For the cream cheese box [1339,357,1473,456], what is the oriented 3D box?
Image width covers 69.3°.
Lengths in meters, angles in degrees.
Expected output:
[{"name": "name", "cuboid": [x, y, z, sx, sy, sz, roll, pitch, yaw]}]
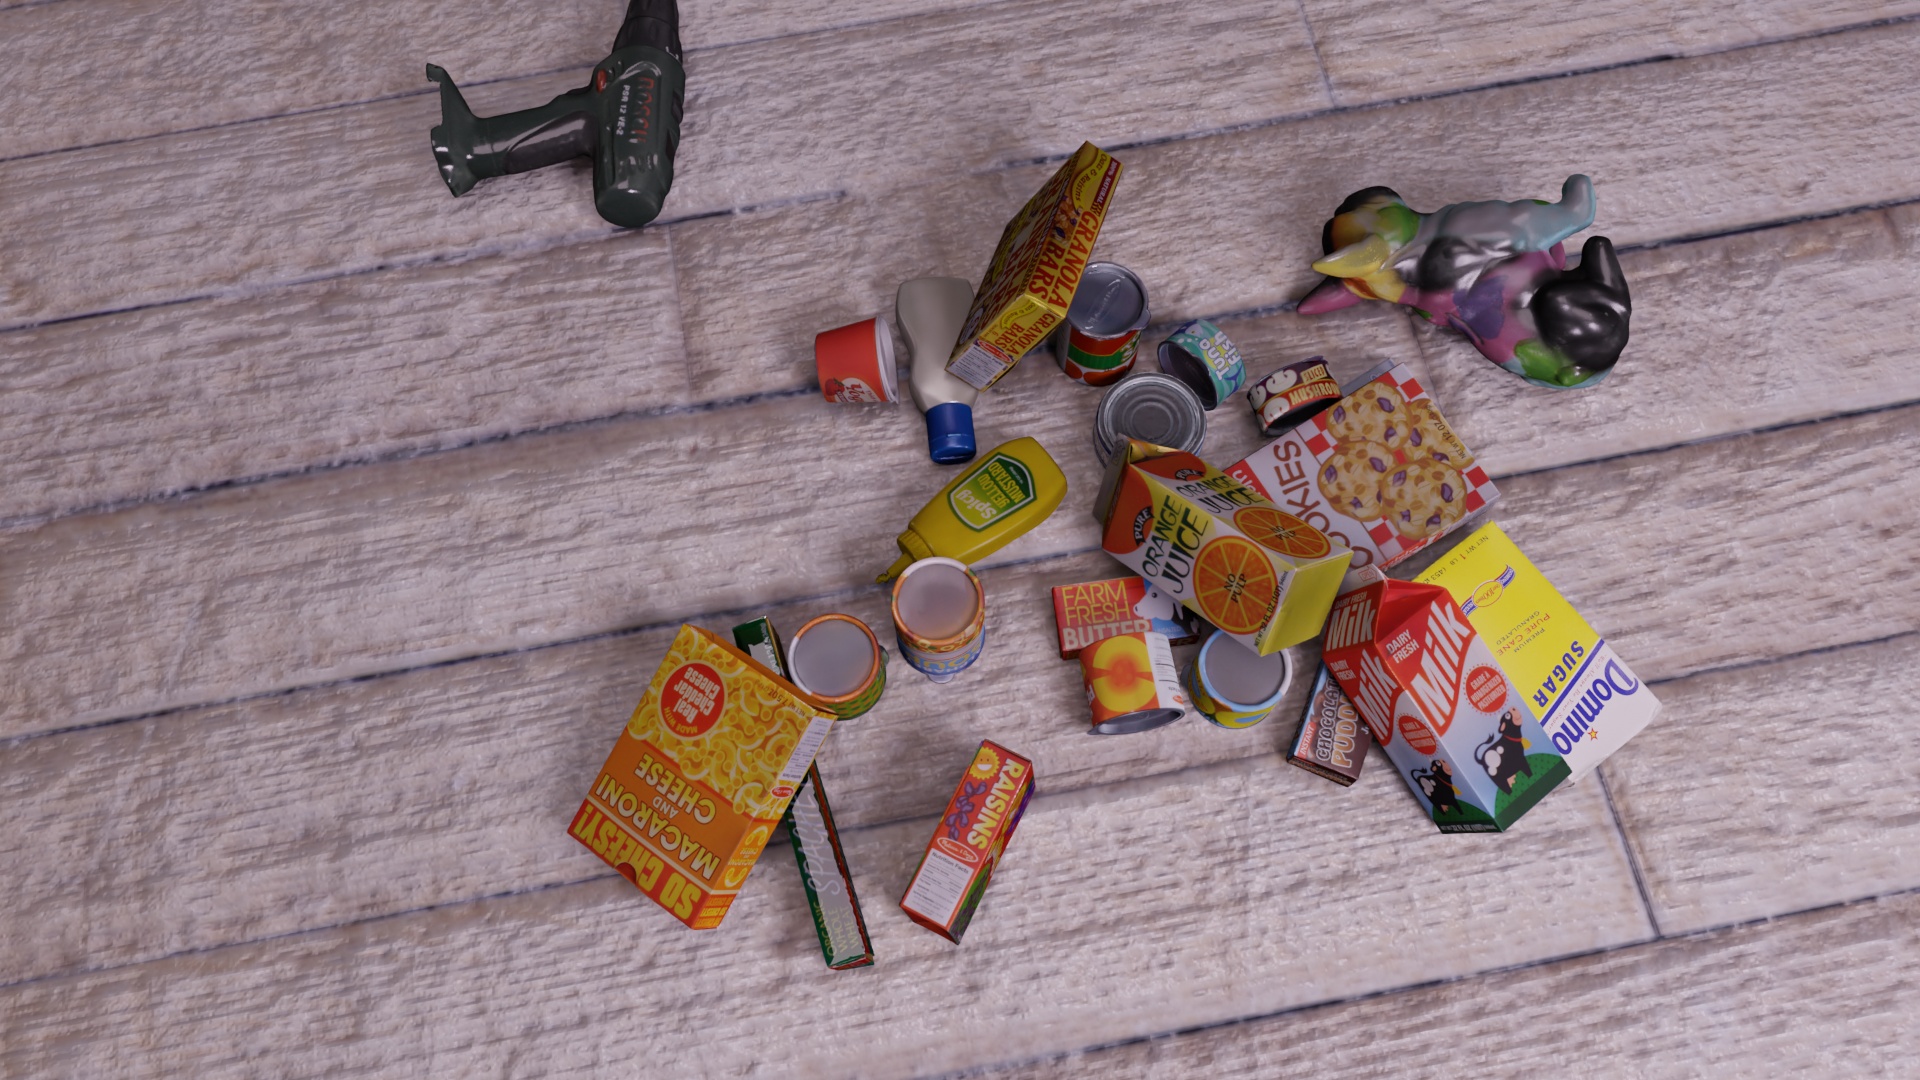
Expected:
[{"name": "cream cheese box", "cuboid": [0.340, -0.087, 1.072, 0.053, 0.024, 0.104, -33, 72, -9]}]

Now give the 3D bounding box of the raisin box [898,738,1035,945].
[{"name": "raisin box", "cuboid": [0.007, 0.203, 0.935, 0.040, 0.086, 0.124, 24, 72, 15]}]

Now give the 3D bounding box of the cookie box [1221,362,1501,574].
[{"name": "cookie box", "cuboid": [0.289, -0.036, 1.028, 0.167, 0.040, 0.123, -31, 72, 2]}]

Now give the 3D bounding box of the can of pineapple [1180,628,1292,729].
[{"name": "can of pineapple", "cuboid": [0.196, 0.096, 0.987, 0.071, 0.057, 0.071, 0, 70, 1]}]

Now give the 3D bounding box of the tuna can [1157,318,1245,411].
[{"name": "tuna can", "cuboid": [0.186, -0.136, 1.068, 0.033, 0.071, 0.071, -39, 74, -13]}]

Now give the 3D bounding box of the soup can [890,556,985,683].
[{"name": "soup can", "cuboid": [-0.015, 0.058, 0.992, 0.071, 0.083, 0.071, 0, 70, 1]}]

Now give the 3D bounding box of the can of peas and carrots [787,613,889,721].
[{"name": "can of peas and carrots", "cuboid": [-0.086, 0.090, 0.995, 0.071, 0.058, 0.071, 0, 70, 1]}]

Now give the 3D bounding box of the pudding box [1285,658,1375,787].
[{"name": "pudding box", "cuboid": [0.269, 0.127, 0.989, 0.050, 0.030, 0.084, 22, 71, 9]}]

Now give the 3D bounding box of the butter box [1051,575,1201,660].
[{"name": "butter box", "cuboid": [0.121, 0.055, 1.022, 0.103, 0.024, 0.053, -7, 69, -2]}]

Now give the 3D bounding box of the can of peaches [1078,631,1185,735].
[{"name": "can of peaches", "cuboid": [0.118, 0.102, 0.983, 0.071, 0.071, 0.058, -9, 70, -2]}]

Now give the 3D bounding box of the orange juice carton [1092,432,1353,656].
[{"name": "orange juice carton", "cuboid": [0.171, -0.004, 0.988, 0.073, 0.071, 0.193, -13, 39, -43]}]

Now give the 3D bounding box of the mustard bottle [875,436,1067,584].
[{"name": "mustard bottle", "cuboid": [0.004, -0.013, 1.037, 0.160, 0.048, 0.065, -36, 71, -12]}]

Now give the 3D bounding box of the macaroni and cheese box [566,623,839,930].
[{"name": "macaroni and cheese box", "cuboid": [-0.177, 0.159, 0.944, 0.124, 0.040, 0.166, 29, 88, 25]}]

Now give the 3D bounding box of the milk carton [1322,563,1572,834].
[{"name": "milk carton", "cuboid": [0.318, 0.101, 0.947, 0.074, 0.072, 0.190, -33, 87, -19]}]

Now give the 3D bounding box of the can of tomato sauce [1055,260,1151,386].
[{"name": "can of tomato sauce", "cuboid": [0.110, -0.165, 1.074, 0.071, 0.083, 0.071, 0, 70, 1]}]

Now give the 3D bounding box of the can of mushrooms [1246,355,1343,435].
[{"name": "can of mushrooms", "cuboid": [0.256, -0.109, 1.057, 0.071, 0.071, 0.033, -17, 72, -5]}]

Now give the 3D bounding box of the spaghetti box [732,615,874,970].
[{"name": "spaghetti box", "cuboid": [-0.110, 0.175, 0.968, 0.029, 0.050, 0.251, -18, 70, -3]}]

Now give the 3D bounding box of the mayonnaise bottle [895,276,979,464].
[{"name": "mayonnaise bottle", "cuboid": [-0.014, -0.134, 1.088, 0.065, 0.041, 0.148, -4, 71, -7]}]

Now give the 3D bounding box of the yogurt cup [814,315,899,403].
[{"name": "yogurt cup", "cuboid": [-0.081, -0.138, 1.079, 0.054, 0.072, 0.072, -8, 69, 7]}]

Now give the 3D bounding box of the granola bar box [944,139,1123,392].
[{"name": "granola bar box", "cuboid": [0.056, -0.206, 1.052, 0.039, 0.123, 0.166, 31, 58, -15]}]
